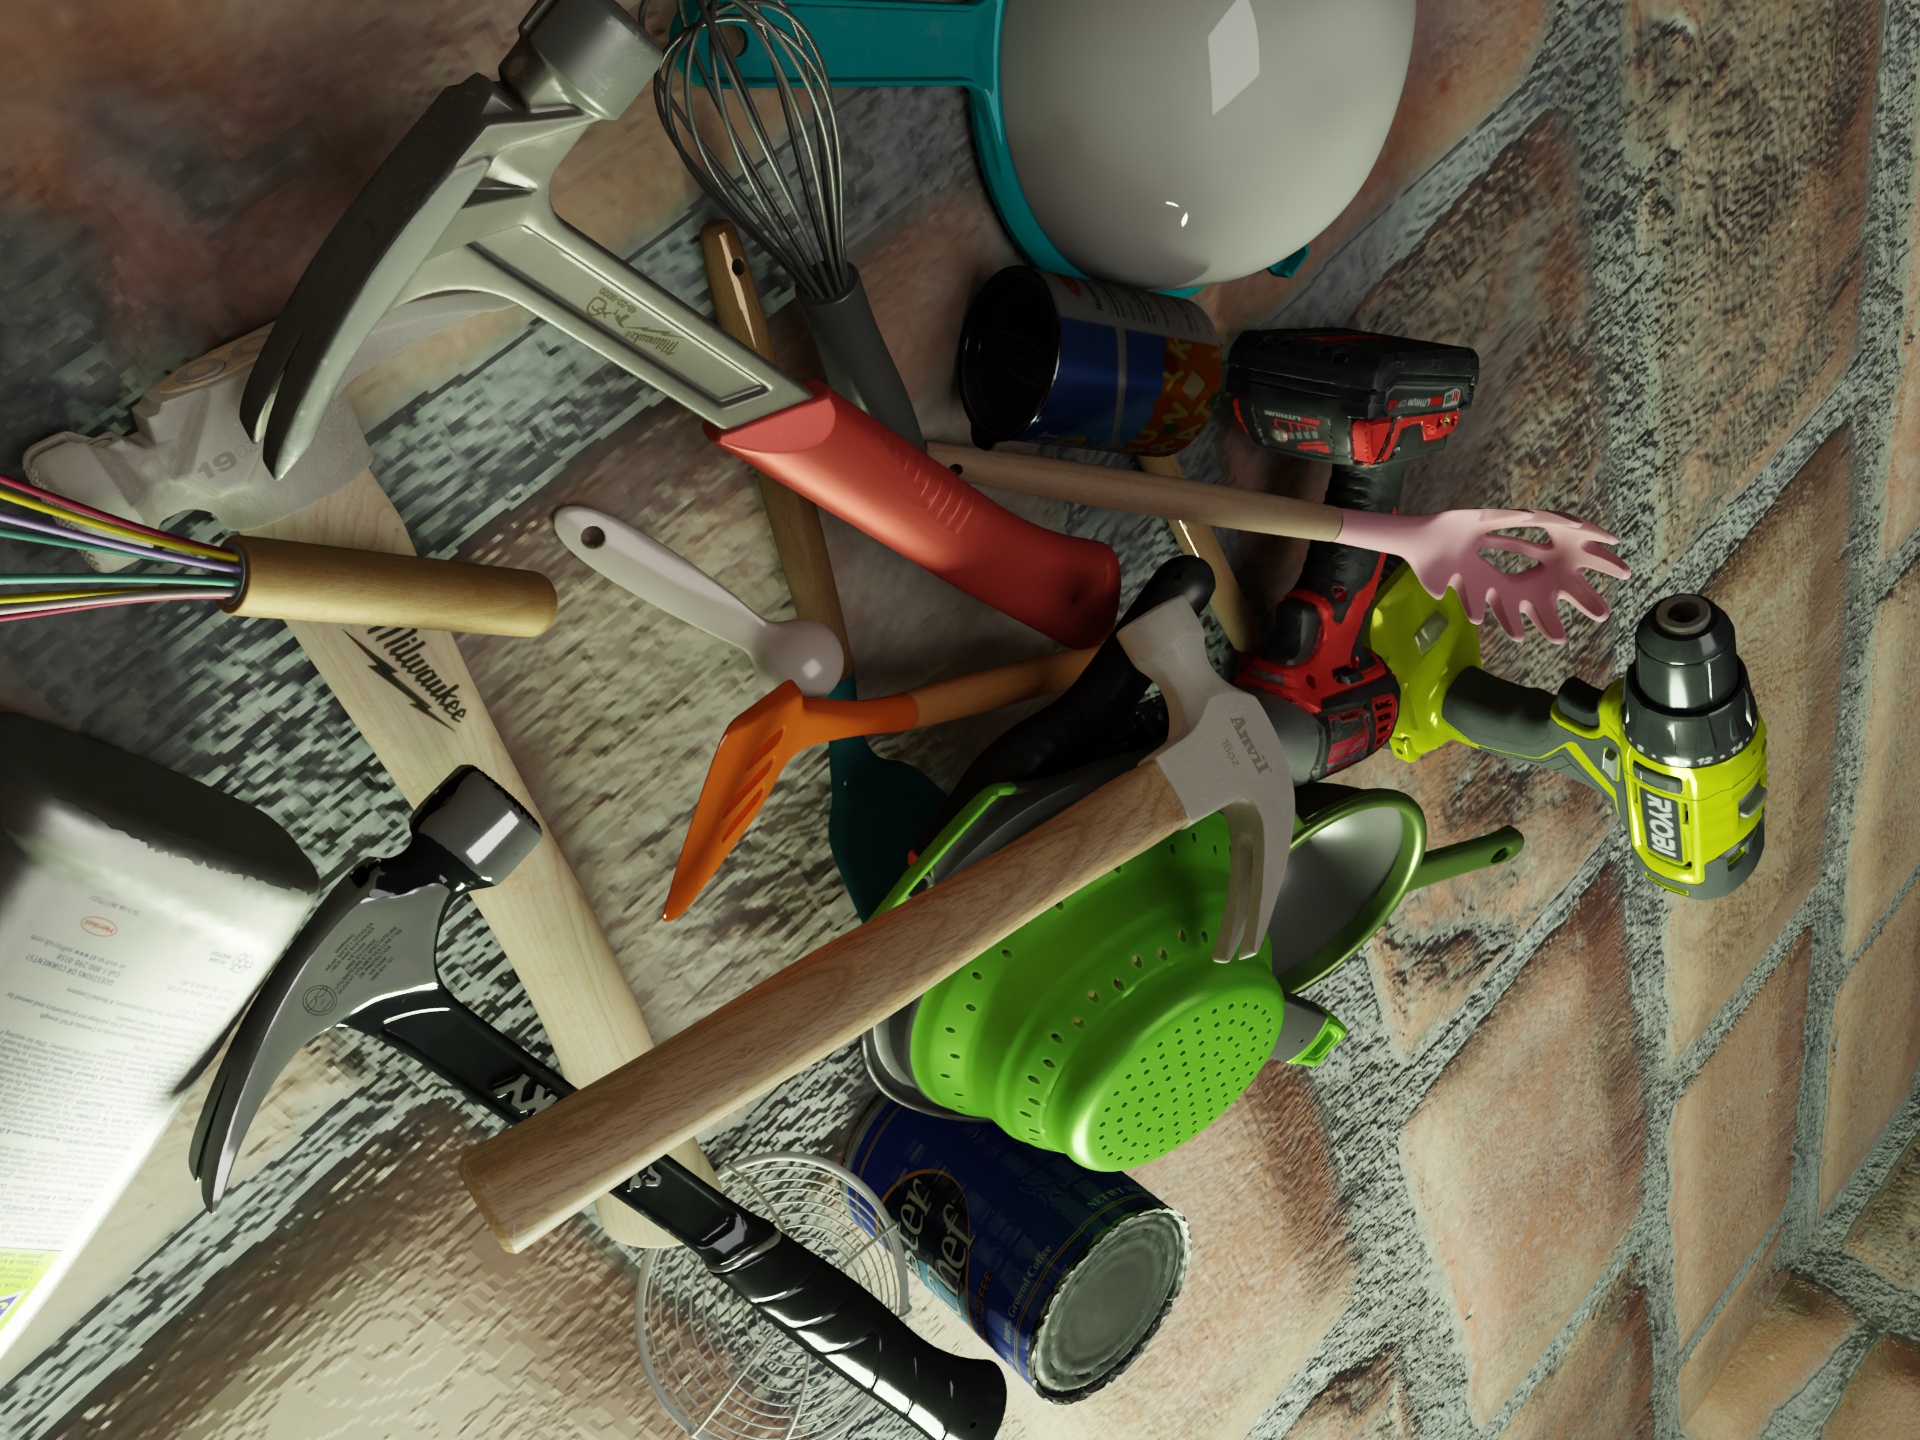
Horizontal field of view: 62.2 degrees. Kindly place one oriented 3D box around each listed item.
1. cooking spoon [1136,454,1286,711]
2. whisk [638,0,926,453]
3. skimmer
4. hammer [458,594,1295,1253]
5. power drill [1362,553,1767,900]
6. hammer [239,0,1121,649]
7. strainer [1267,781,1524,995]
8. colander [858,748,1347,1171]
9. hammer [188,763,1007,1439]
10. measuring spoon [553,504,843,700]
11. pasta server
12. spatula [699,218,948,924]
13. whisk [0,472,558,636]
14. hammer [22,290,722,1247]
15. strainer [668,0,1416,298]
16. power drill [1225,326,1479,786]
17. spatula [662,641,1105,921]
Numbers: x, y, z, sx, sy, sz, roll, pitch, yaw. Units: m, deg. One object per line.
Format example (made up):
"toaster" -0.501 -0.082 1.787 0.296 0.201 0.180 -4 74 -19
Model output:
"cooking spoon" 0.137 -0.055 0.804 0.069 0.017 0.318 -52 137 -14
"whisk" -0.048 -0.147 0.539 0.055 0.055 0.238 -47 149 -15
"skimmer" -0.142 0.369 0.743 0.127 0.090 0.363 24 107 -17
"hammer" -0.015 0.081 0.559 0.331 0.031 0.130 -29 87 -22
"power drill" 0.303 -0.017 0.827 0.080 0.229 0.190 -45 135 -17
"hammer" -0.048 -0.083 0.539 0.149 0.037 0.358 -48 146 12
"strainer" 0.212 0.073 0.879 0.256 0.069 0.151 -9 132 -36
"colander" 0.113 0.144 0.730 0.204 0.095 0.396 -51 141 10
"hammer" -0.097 0.195 0.598 0.149 0.036 0.408 -49 127 -13
"measuring spoon" -0.091 -0.040 0.568 0.124 0.018 0.034 32 100 -31
"pasta server" 0.136 -0.083 0.672 0.316 0.040 0.060 7 123 -16
"spatula" -0.045 -0.038 0.619 0.082 0.044 0.317 -40 133 -33
"whisk" -0.206 -0.041 0.405 0.244 0.051 0.047 3 102 -51
"hammer" -0.152 0.049 0.570 0.146 0.038 0.410 -37 133 -26
"strainer" 0.063 -0.242 0.576 0.340 0.095 0.210 -19 123 -38
"power drill" 0.171 -0.072 0.767 0.143 0.079 0.219 -16 119 -46
"spatula" -0.001 -0.002 0.633 0.322 0.041 0.081 -16 136 -50
